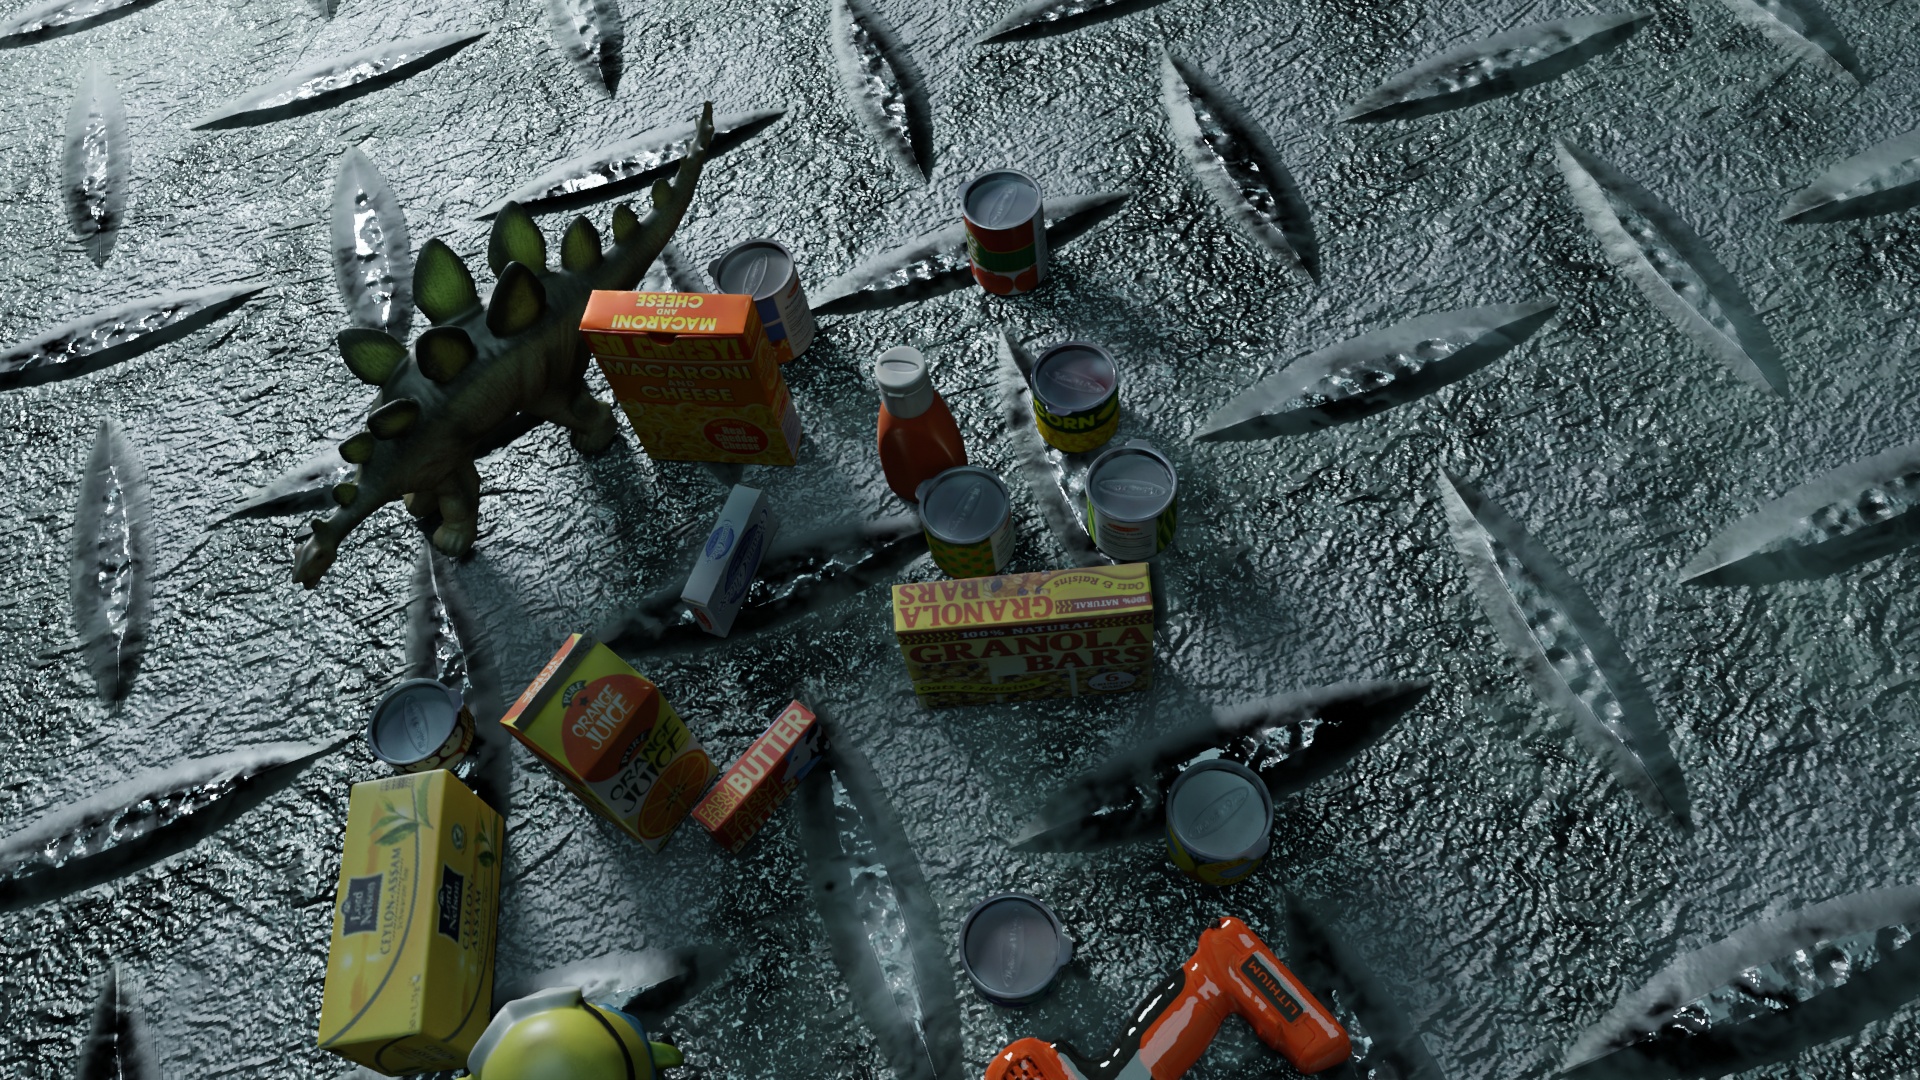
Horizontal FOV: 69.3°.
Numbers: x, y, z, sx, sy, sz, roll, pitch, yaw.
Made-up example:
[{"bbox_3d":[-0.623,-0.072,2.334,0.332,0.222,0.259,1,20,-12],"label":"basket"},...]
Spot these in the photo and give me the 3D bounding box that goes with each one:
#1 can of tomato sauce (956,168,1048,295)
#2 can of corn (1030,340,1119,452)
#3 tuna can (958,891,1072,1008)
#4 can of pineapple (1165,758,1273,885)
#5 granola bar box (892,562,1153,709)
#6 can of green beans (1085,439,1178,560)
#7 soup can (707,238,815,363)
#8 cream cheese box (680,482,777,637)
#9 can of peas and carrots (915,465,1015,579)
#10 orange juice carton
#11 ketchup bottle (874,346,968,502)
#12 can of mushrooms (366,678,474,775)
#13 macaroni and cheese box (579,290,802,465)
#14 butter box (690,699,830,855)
[{"bbox_3d":[0.035,-0.253,1.145,0.071,0.082,0.071,-3,59,6],"label":"can of tomato sauce"},{"bbox_3d":[0.088,-0.108,1.066,0.071,0.058,0.071,-3,59,6],"label":"can of corn"},{"bbox_3d":[0.036,0.258,0.871,0.071,0.032,0.071,-3,59,6],"label":"tuna can"},{"bbox_3d":[0.164,0.182,0.885,0.071,0.057,0.071,-3,59,6],"label":"can of pineapple"},{"bbox_3d":[0.046,0.067,0.930,0.165,0.123,0.039,-5,59,4],"label":"granola bar box"},{"bbox_3d":[0.125,-0.027,1.014,0.071,0.057,0.071,-3,59,6],"label":"can of green beans"},{"bbox_3d":[-0.162,-0.195,1.136,0.071,0.083,0.071,-3,59,6],"label":"soup can"},{"bbox_3d":[-0.170,0.014,1.031,0.024,0.053,0.104,13,62,15],"label":"cream cheese box"},{"bbox_3d":[0.004,-0.013,1.021,0.071,0.058,0.071,-3,59,6],"label":"can of peas and carrots"},{"bbox_3d":[-0.228,0.126,0.891,0.073,0.191,0.072,27,67,21],"label":"orange juice carton"},{"bbox_3d":[-0.033,-0.082,1.014,0.065,0.148,0.044,7,61,12],"label":"ketchup bottle"},{"bbox_3d":[-0.385,0.135,1.000,0.071,0.033,0.071,-3,59,6],"label":"can of mushrooms"},{"bbox_3d":[-0.198,-0.119,1.048,0.124,0.165,0.040,3,60,9],"label":"macaroni and cheese box"},{"bbox_3d":[-0.133,0.161,0.939,0.024,0.053,0.104,33,69,24],"label":"butter box"}]
